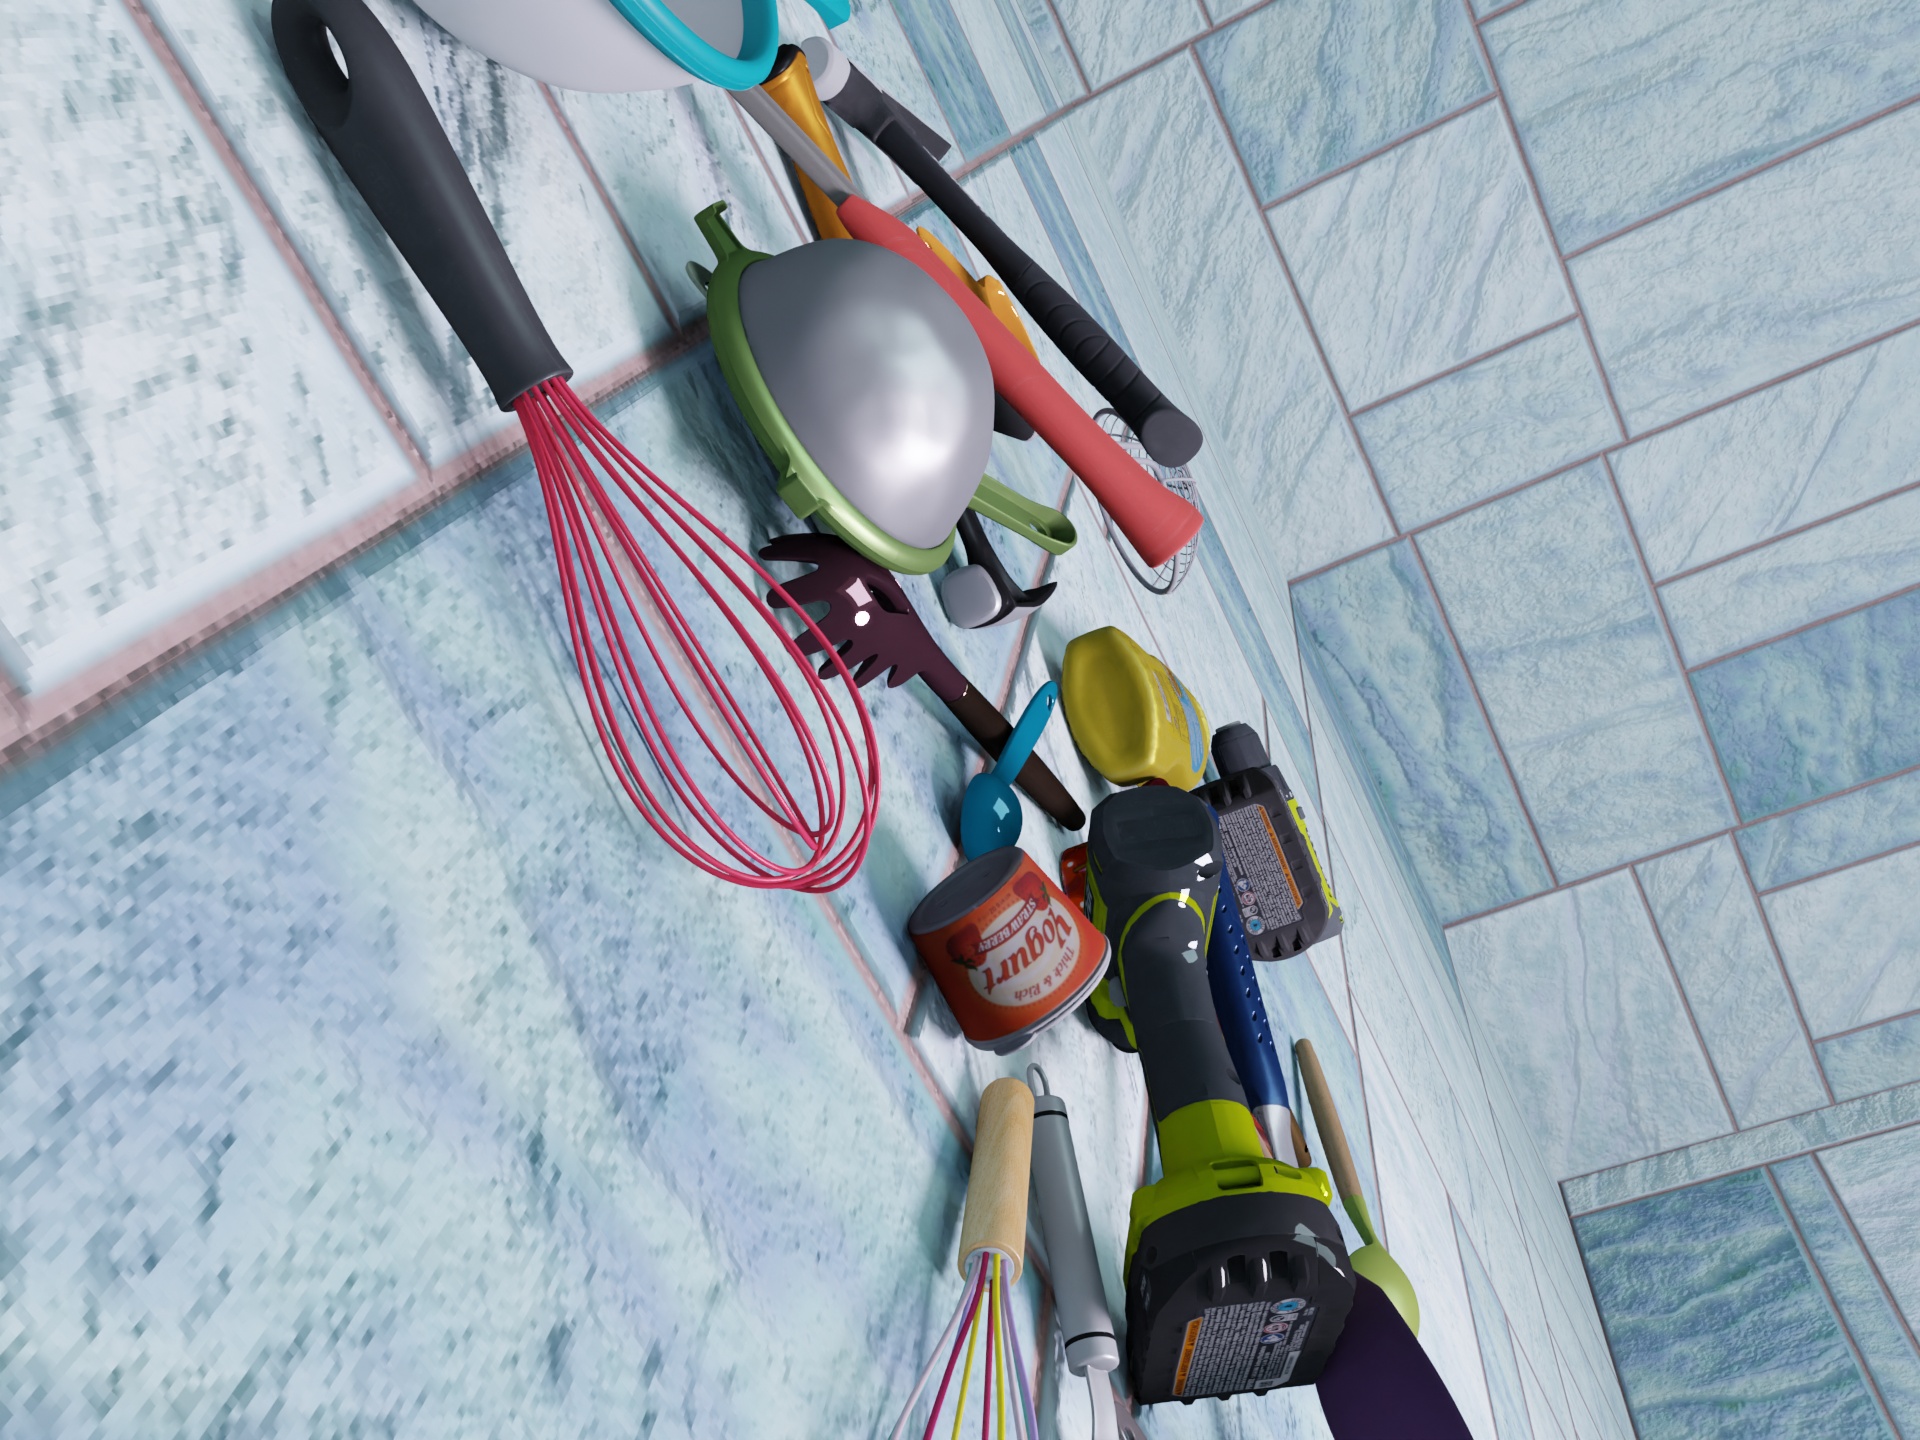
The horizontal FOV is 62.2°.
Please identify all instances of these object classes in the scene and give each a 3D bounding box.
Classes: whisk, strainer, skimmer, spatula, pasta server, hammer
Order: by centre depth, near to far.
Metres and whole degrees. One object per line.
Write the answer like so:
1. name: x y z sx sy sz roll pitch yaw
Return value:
1. whisk: -0.111 -0.076 0.454 0.296 0.073 0.073 60 18 -6
2. whisk: 0.005 0.190 0.504 0.245 0.051 0.047 -76 161 -69
3. strainer: 0.050 0.236 0.573 0.086 0.050 0.259 33 32 -38
4. strainer: -0.136 -0.299 0.584 0.211 0.095 0.340 69 17 -1
5. strainer: 0.001 -0.128 0.684 0.256 0.069 0.152 20 45 -54
6. spatula: 0.138 0.213 0.710 0.018 0.059 0.316 20 22 -25
7. pasta server: -0.001 -0.002 0.740 0.316 0.040 0.060 46 27 -58
8. hammer: -0.018 -0.208 0.750 0.359 0.036 0.149 45 21 -10
9. hammer: 0.157 0.206 0.802 0.144 0.035 0.406 34 33 -39
10. hammer: -0.035 -0.210 0.876 0.337 0.034 0.127 68 18 1
11. skimmer: 0.046 -0.146 0.925 0.363 0.090 0.127 3 60 -58
12. hammer: 0.031 -0.276 0.960 0.335 0.035 0.146 51 18 18

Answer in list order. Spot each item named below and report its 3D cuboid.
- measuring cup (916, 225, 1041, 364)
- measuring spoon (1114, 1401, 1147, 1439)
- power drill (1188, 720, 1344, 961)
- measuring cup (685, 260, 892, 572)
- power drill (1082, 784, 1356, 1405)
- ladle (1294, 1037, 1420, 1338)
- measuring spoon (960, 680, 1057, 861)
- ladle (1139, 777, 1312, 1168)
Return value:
1. measuring cup: -0.004 -0.247 0.990 0.173 0.052 0.095 32 39 -58
2. measuring spoon: 0.083 0.321 0.613 0.124 0.018 0.034 62 17 4
3. power drill: 0.232 0.092 1.229 0.190 0.080 0.228 70 15 6
4. measuring cup: -0.069 -0.127 0.681 0.167 0.038 0.083 43 29 -34
5. power drill: 0.095 0.163 0.684 0.171 0.080 0.223 89 -6 -47
6. ladle: 0.250 0.314 1.082 0.320 0.062 0.078 -87 160 -68
7. measuring spoon: 0.032 0.020 0.743 0.129 0.021 0.042 -59 145 -48
8. ladle: 0.166 0.170 1.012 0.069 0.031 0.315 -51 122 -43
